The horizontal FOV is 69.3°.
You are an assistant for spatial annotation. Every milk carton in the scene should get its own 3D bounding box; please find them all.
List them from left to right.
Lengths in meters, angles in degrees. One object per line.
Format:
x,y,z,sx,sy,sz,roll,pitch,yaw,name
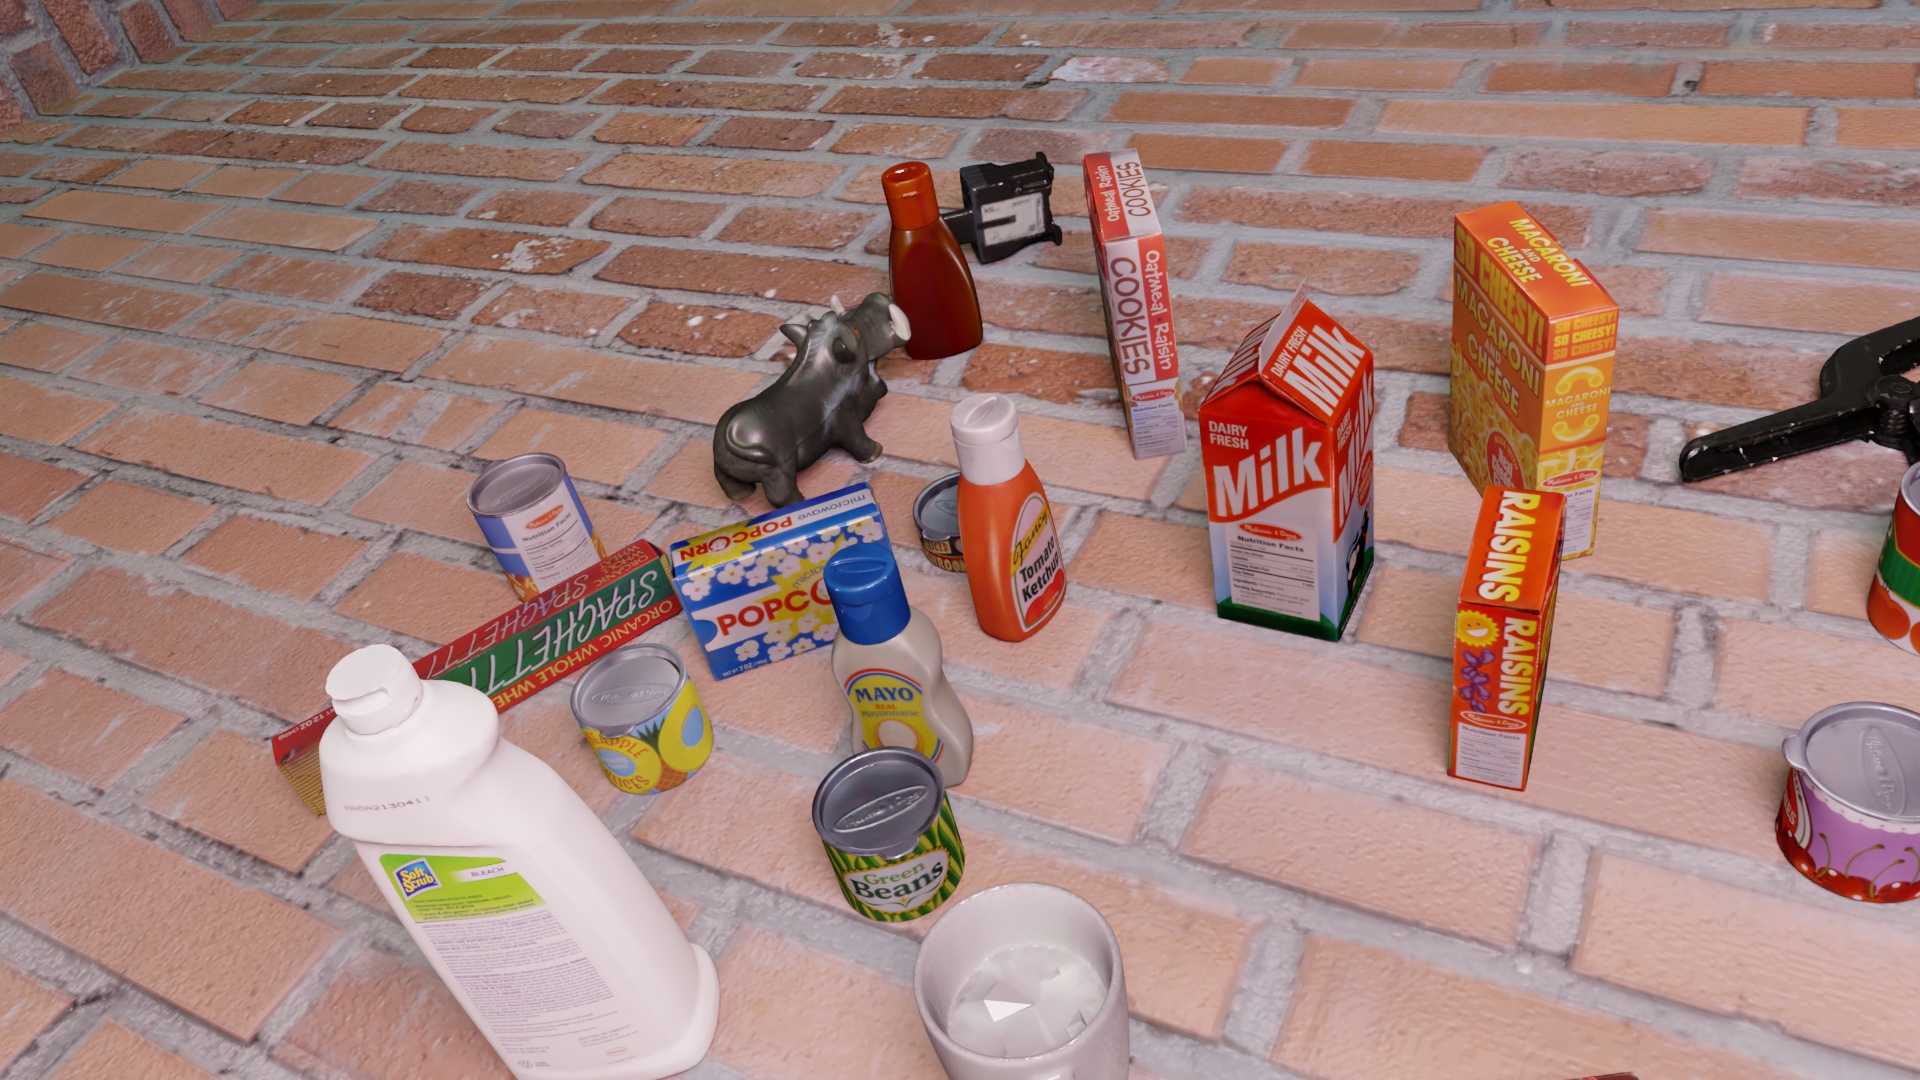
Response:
0.178,-0.042,0.748,0.073,0.189,0.073,12,45,28,milk carton

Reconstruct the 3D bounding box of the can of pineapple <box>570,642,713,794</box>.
-0.180,0.102,0.786,0.071,0.057,0.071,-8,39,7,can of pineapple

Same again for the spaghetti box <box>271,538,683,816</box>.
-0.288,0.080,0.851,0.251,0.050,0.029,-31,42,-20,spaghetti box

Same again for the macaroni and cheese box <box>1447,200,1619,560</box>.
0.317,-0.088,0.781,0.040,0.165,0.124,-13,39,2,macaroni and cheese box

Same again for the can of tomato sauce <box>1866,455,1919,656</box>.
0.489,0.008,0.680,0.071,0.082,0.071,-8,39,7,can of tomato sauce

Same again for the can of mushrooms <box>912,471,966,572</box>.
0.003,-0.011,0.887,0.071,0.033,0.071,-8,39,7,can of mushrooms

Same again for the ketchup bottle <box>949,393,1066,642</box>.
0.025,-0.014,0.793,0.043,0.148,0.065,16,48,32,ketchup bottle

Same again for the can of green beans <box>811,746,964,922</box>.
-0.035,0.146,0.690,0.071,0.057,0.071,-8,39,7,can of green beans

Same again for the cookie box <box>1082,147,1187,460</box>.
0.115,-0.157,0.925,0.040,0.166,0.123,-10,39,5,cookie box

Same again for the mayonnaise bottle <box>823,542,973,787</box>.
-0.036,0.068,0.713,0.065,0.147,0.041,-3,40,14,mayonnaise bottle

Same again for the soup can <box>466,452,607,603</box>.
-0.282,-0.008,0.928,0.071,0.083,0.072,-8,39,7,soup can

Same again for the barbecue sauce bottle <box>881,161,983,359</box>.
-0.026,-0.209,1.044,0.065,0.147,0.044,-12,39,2,barbecue sauce bottle

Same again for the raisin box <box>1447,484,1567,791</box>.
0.263,0.047,0.668,0.040,0.122,0.086,9,44,26,raisin box

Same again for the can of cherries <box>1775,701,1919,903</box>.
0.392,0.113,0.602,0.071,0.058,0.072,-8,39,7,can of cherries

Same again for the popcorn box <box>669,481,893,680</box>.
-0.101,0.025,0.834,0.127,0.084,0.038,-18,39,-5,popcorn box
